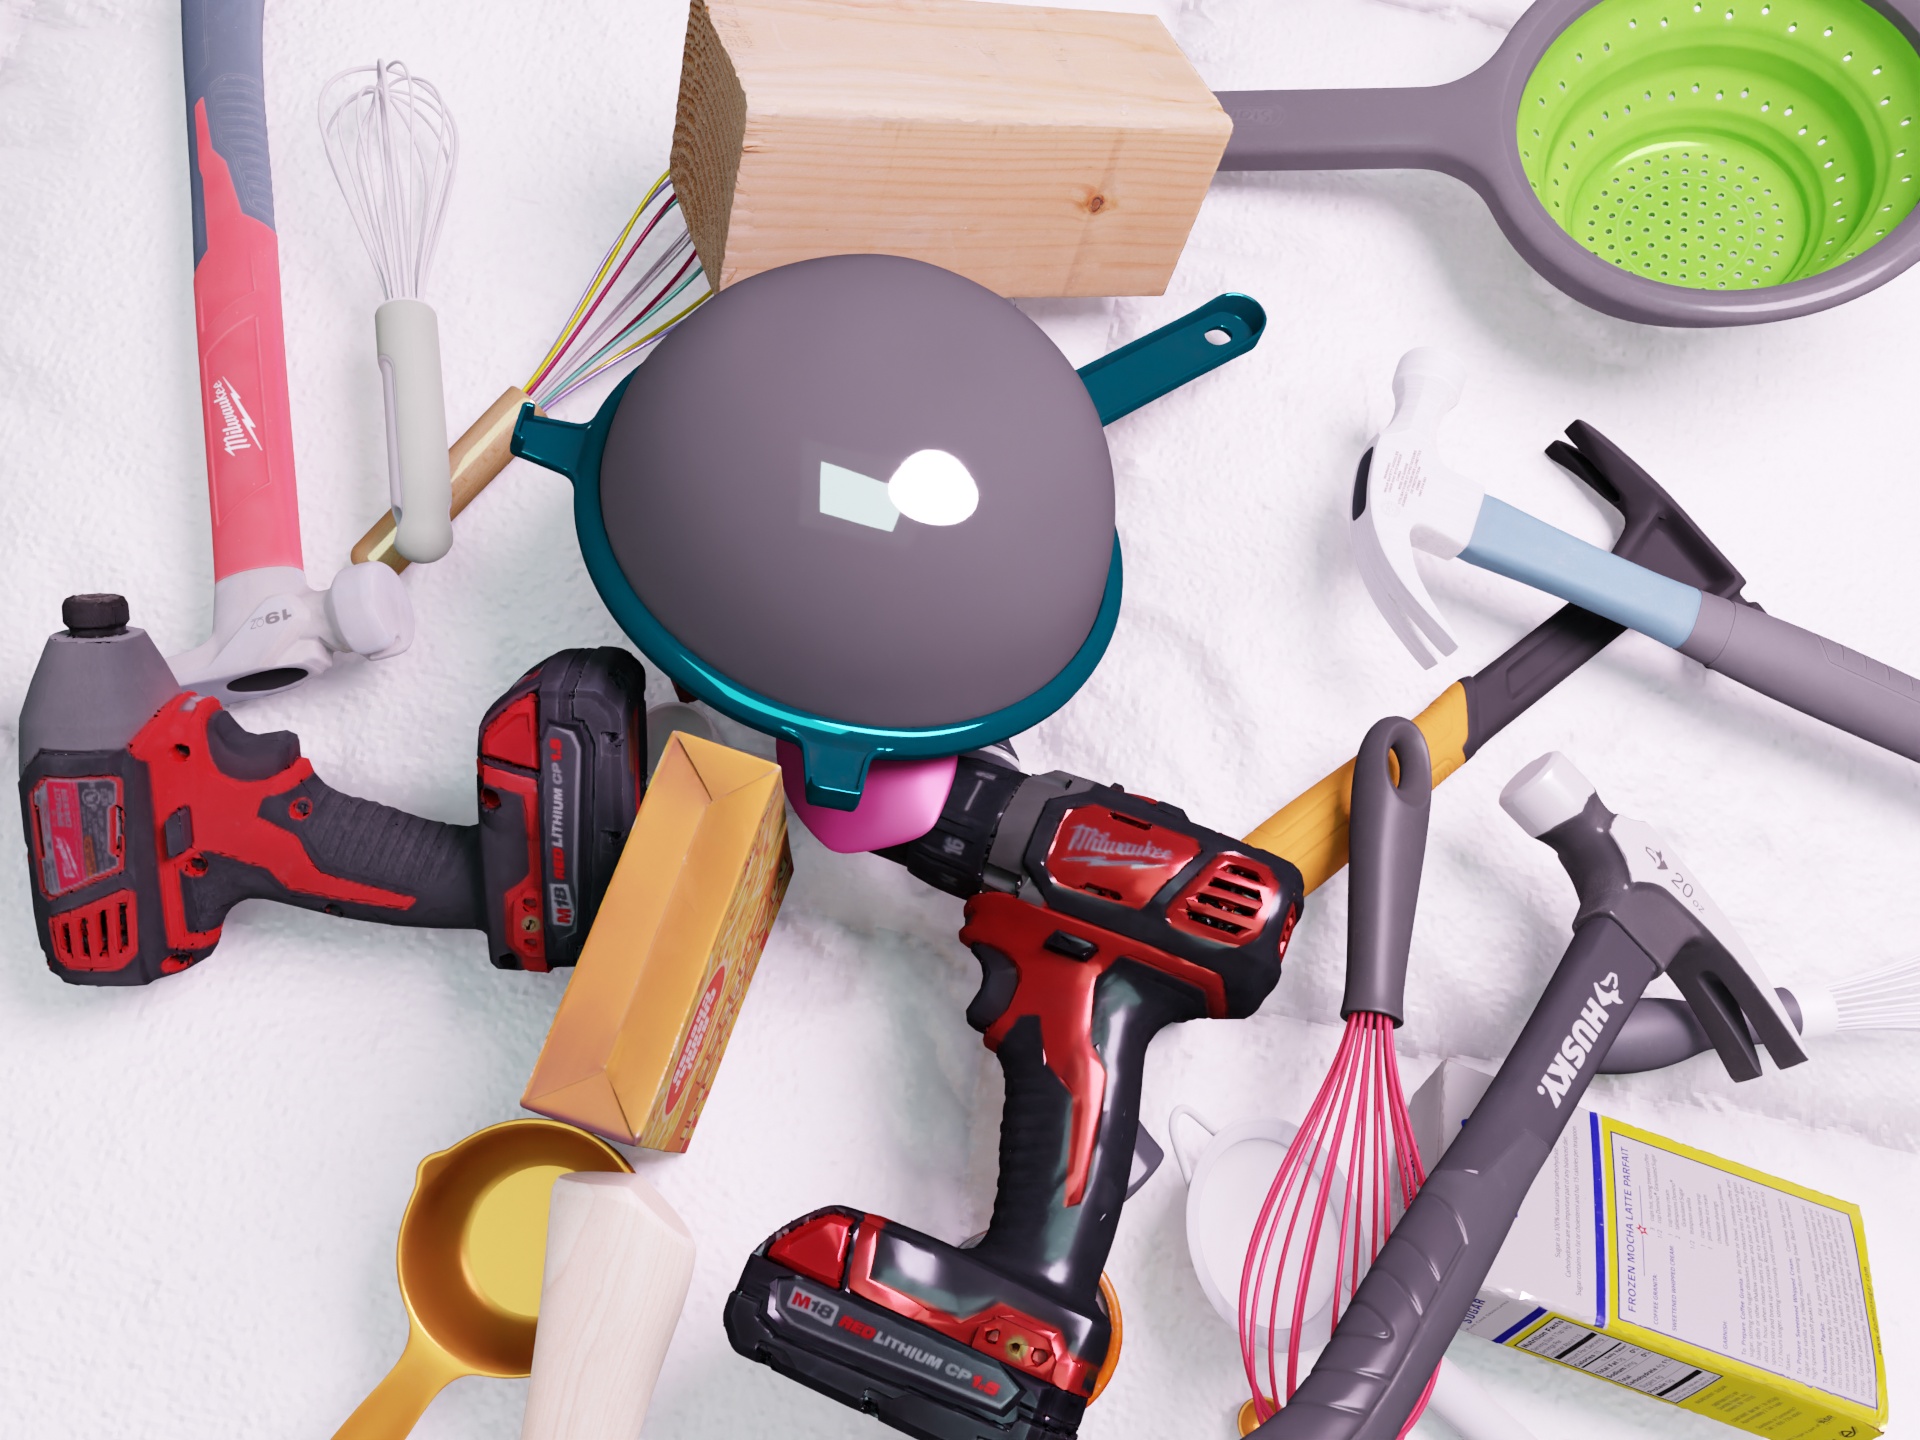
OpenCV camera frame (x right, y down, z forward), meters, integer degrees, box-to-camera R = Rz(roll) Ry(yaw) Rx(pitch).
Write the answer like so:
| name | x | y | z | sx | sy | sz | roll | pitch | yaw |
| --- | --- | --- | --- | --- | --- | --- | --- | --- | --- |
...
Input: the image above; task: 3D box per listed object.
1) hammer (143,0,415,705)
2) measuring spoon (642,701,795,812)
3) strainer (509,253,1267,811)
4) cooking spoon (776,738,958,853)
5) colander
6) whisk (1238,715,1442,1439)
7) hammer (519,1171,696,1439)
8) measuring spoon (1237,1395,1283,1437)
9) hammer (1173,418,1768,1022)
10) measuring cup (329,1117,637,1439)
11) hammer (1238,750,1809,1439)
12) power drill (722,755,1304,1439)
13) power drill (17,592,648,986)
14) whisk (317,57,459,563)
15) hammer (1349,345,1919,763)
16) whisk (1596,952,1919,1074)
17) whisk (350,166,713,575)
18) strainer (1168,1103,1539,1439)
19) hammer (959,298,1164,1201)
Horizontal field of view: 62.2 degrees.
| name | x | y | z | sx | sy | sz | roll | pitch | yaw |
| --- | --- | --- | --- | --- | --- | --- | --- | --- | --- |
| hammer | -0.323 | -0.192 | 0.677 | 0.143 | 0.038 | 0.387 | -13 | 73 | 5 |
| measuring spoon | -0.076 | 0.026 | 0.660 | 0.124 | 0.018 | 0.034 | 21 | 77 | -7 |
| strainer | 0.019 | -0.126 | 0.603 | 0.340 | 0.095 | 0.211 | -32 | 71 | -32 |
| cooking spoon | -0.054 | -0.093 | 0.632 | 0.069 | 0.017 | 0.319 | -13 | 61 | 5 |
| colander | 0.259 | -0.255 | 0.743 | 0.397 | 0.094 | 0.205 | 4 | 74 | 14 |
| whisk | 0.150 | 0.129 | 0.587 | 0.073 | 0.073 | 0.296 | 14 | 64 | -2 |
| hammer | -0.151 | 0.357 | 0.515 | 0.146 | 0.038 | 0.411 | 6 | 83 | -3 |
| measuring spoon | 0.119 | 0.316 | 0.600 | 0.021 | 0.011 | 0.117 | -4 | 78 | -6 |
| hammer | 0.192 | 0.007 | 0.680 | 0.337 | 0.034 | 0.127 | -36 | 82 | -14 |
| measuring cup | -0.182 | 0.223 | 0.573 | 0.095 | 0.052 | 0.173 | 37 | 76 | 5 |
| hammer | 0.184 | 0.153 | 0.539 | 0.146 | 0.035 | 0.335 | 47 | 53 | 3 |
| power drill | -0.001 | 0.118 | 0.554 | 0.188 | 0.080 | 0.227 | 19 | 71 | 15 |
| power drill | -0.231 | 0.025 | 0.589 | 0.219 | 0.079 | 0.143 | 0 | 104 | -4 |
| whisk | -0.234 | -0.177 | 0.666 | 0.059 | 0.057 | 0.246 | 0 | 67 | -28 |
| hammer | 0.319 | -0.039 | 0.672 | 0.331 | 0.033 | 0.128 | 23 | 74 | -1 |
| whisk | 0.382 | 0.117 | 0.661 | 0.284 | 0.070 | 0.070 | -8 | 75 | -3 |
| whisk | -0.173 | -0.155 | 0.685 | 0.051 | 0.047 | 0.245 | 35 | 77 | 22 |
| strainer | 0.166 | 0.242 | 0.609 | 0.258 | 0.050 | 0.087 | 42 | 53 | 0 |
| hammer | -0.001 | -0.002 | 0.648 | 0.149 | 0.036 | 0.409 | -13 | 72 | -8 |
